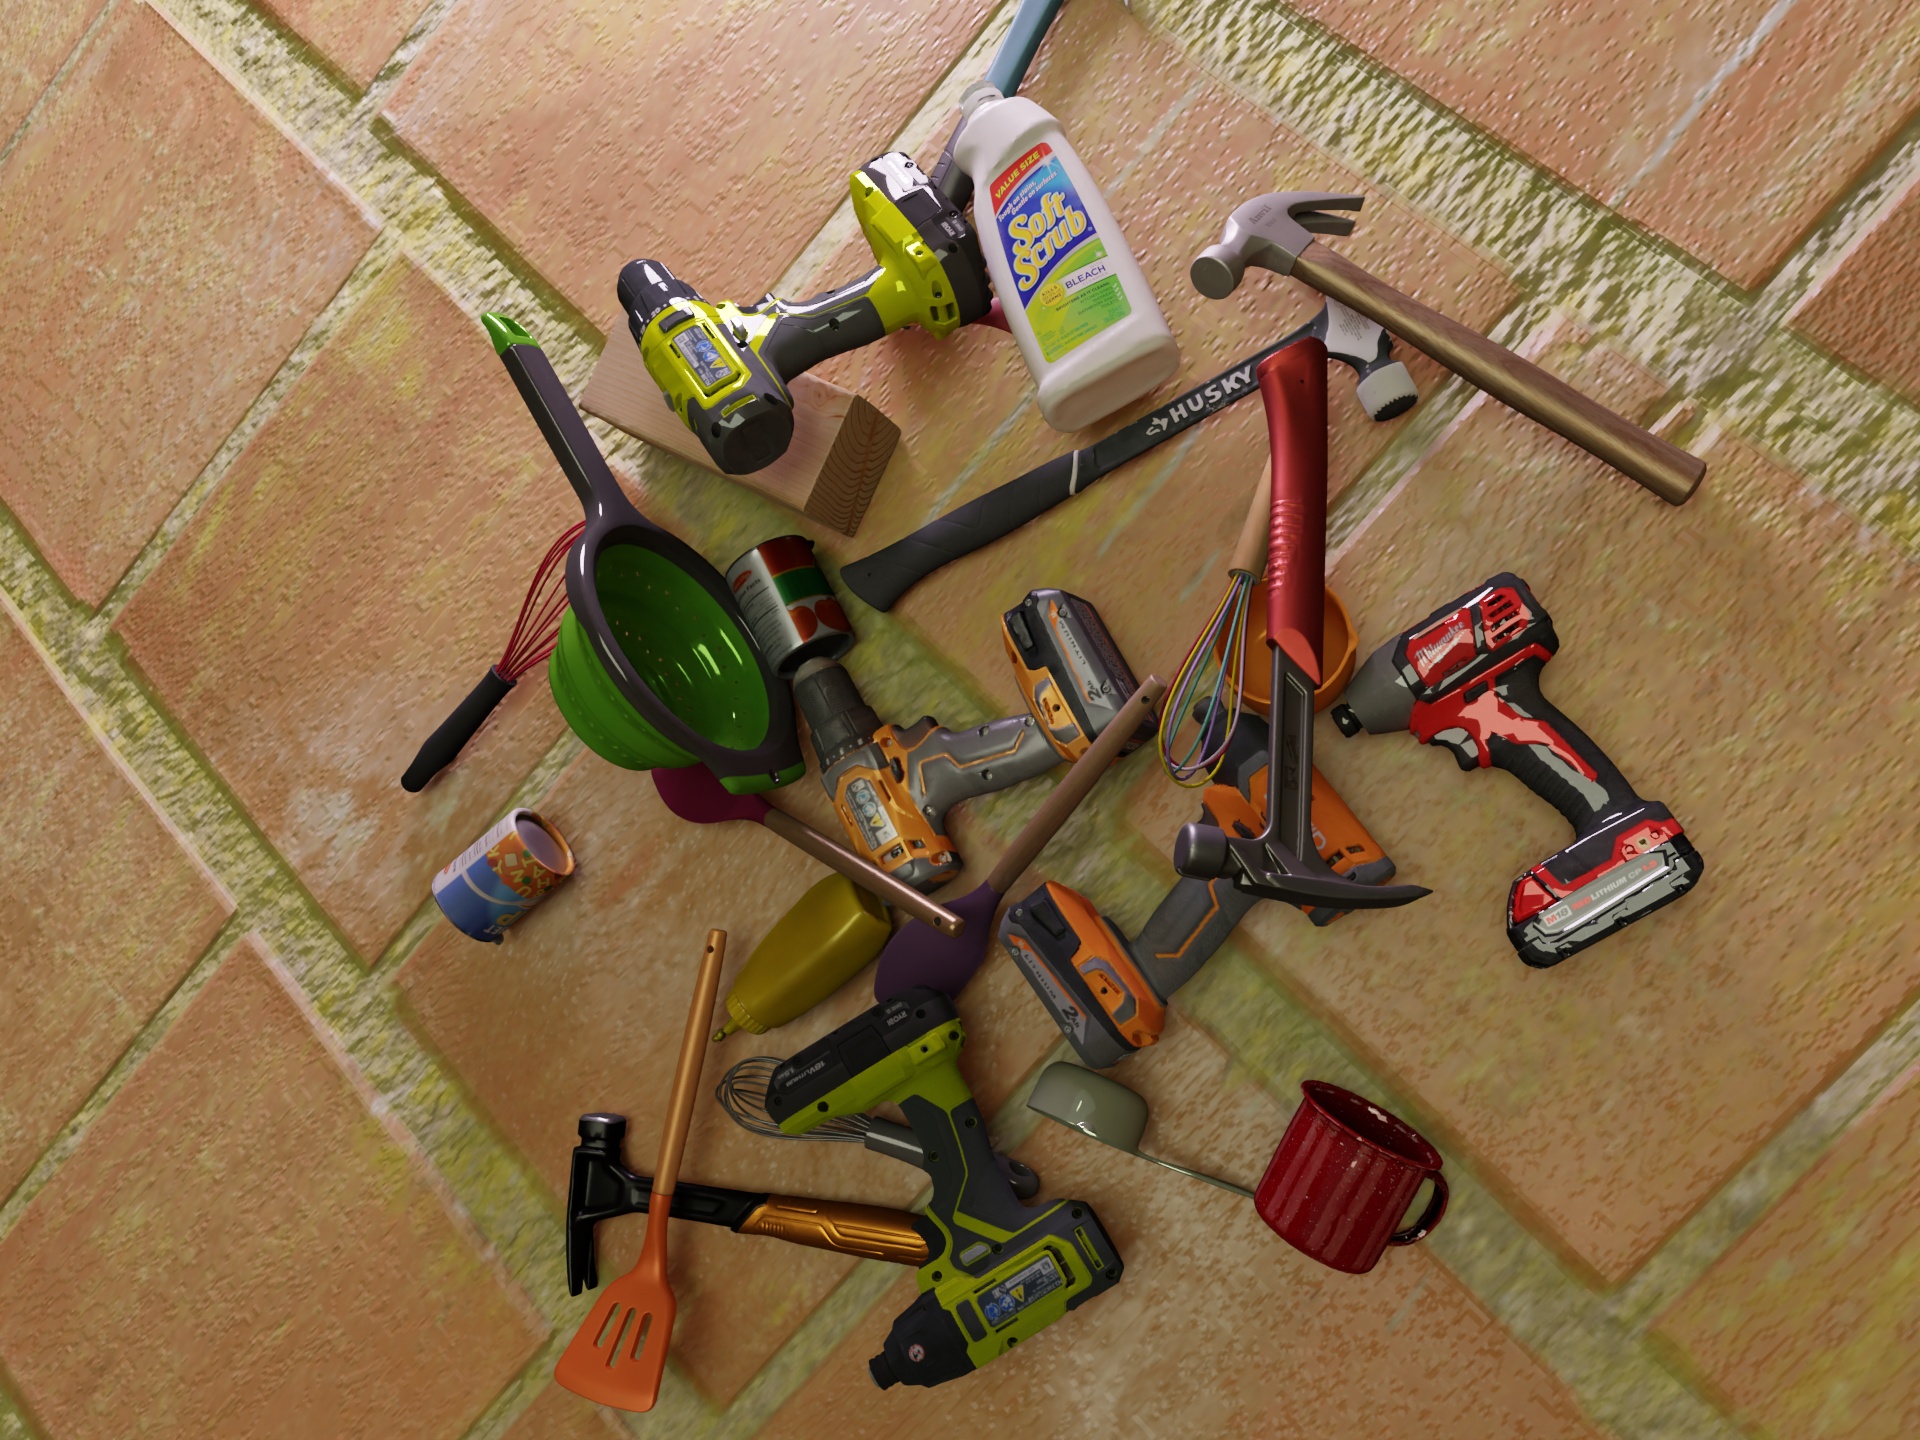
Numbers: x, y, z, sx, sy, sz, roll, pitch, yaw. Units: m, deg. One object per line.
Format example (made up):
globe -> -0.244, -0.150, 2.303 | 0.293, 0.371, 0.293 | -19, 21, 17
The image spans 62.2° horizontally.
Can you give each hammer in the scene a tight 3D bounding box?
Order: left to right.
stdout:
hammer -> -0.124, 0.354, 1.106 | 0.337, 0.034, 0.127 | 1, 83, 20
hammer -> 0.018, -0.442, 1.159 | 0.128, 0.033, 0.331 | 28, 93, 22
hammer -> 0.095, -0.186, 1.097 | 0.409, 0.036, 0.149 | -27, 74, 15
hammer -> 0.212, -0.067, 0.963 | 0.149, 0.036, 0.359 | 10, 71, -10
hammer -> 0.313, -0.235, 0.997 | 0.331, 0.031, 0.130 | 34, 57, 10

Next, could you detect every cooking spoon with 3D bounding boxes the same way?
cooking spoon -> -0.115, 0.078, 1.107 | 0.319, 0.017, 0.069 | 26, 97, 37

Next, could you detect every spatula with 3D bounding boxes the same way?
spatula -> -0.206, 0.304, 1.104 | 0.081, 0.041, 0.323 | 9, 83, 21
spatula -> 0.036, 0.089, 1.040 | 0.060, 0.018, 0.315 | 37, 115, 0

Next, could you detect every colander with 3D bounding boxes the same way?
colander -> -0.257, -0.102, 1.116 | 0.094, 0.204, 0.397 | -34, 81, 22

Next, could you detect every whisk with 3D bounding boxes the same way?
whisk -> -0.339, -0.049, 1.225 | 0.296, 0.073, 0.073 | -46, 71, 14
whisk -> -0.059, 0.282, 1.089 | 0.239, 0.055, 0.055 | 15, 88, 16
whisk -> 0.173, -0.069, 0.996 | 0.047, 0.051, 0.245 | 21, 72, 0

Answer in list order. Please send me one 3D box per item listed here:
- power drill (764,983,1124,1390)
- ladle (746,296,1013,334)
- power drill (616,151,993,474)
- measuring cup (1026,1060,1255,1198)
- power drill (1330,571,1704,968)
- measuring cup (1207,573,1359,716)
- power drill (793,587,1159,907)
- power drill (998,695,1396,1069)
power drill -> -0.024, 0.299, 1.018 | 0.171, 0.080, 0.223 | -31, 76, 0
ladle -> -0.037, -0.289, 1.134 | 0.315, 0.031, 0.069 | 1, 79, 9
power drill -> -0.112, -0.289, 1.085 | 0.228, 0.080, 0.191 | -31, 61, -7
measuring cup -> 0.126, 0.263, 1.019 | 0.167, 0.083, 0.038 | 21, 76, 5
power drill -> 0.331, 0.033, 0.964 | 0.143, 0.078, 0.220 | -32, 71, 13
measuring cup -> 0.216, -0.084, 1.035 | 0.095, 0.052, 0.174 | 2, 71, 21
power drill -> -0.002, -0.003, 1.087 | 0.226, 0.084, 0.185 | -34, 73, 18
power drill -> 0.139, 0.100, 1.022 | 0.226, 0.084, 0.164 | -38, 72, 7
